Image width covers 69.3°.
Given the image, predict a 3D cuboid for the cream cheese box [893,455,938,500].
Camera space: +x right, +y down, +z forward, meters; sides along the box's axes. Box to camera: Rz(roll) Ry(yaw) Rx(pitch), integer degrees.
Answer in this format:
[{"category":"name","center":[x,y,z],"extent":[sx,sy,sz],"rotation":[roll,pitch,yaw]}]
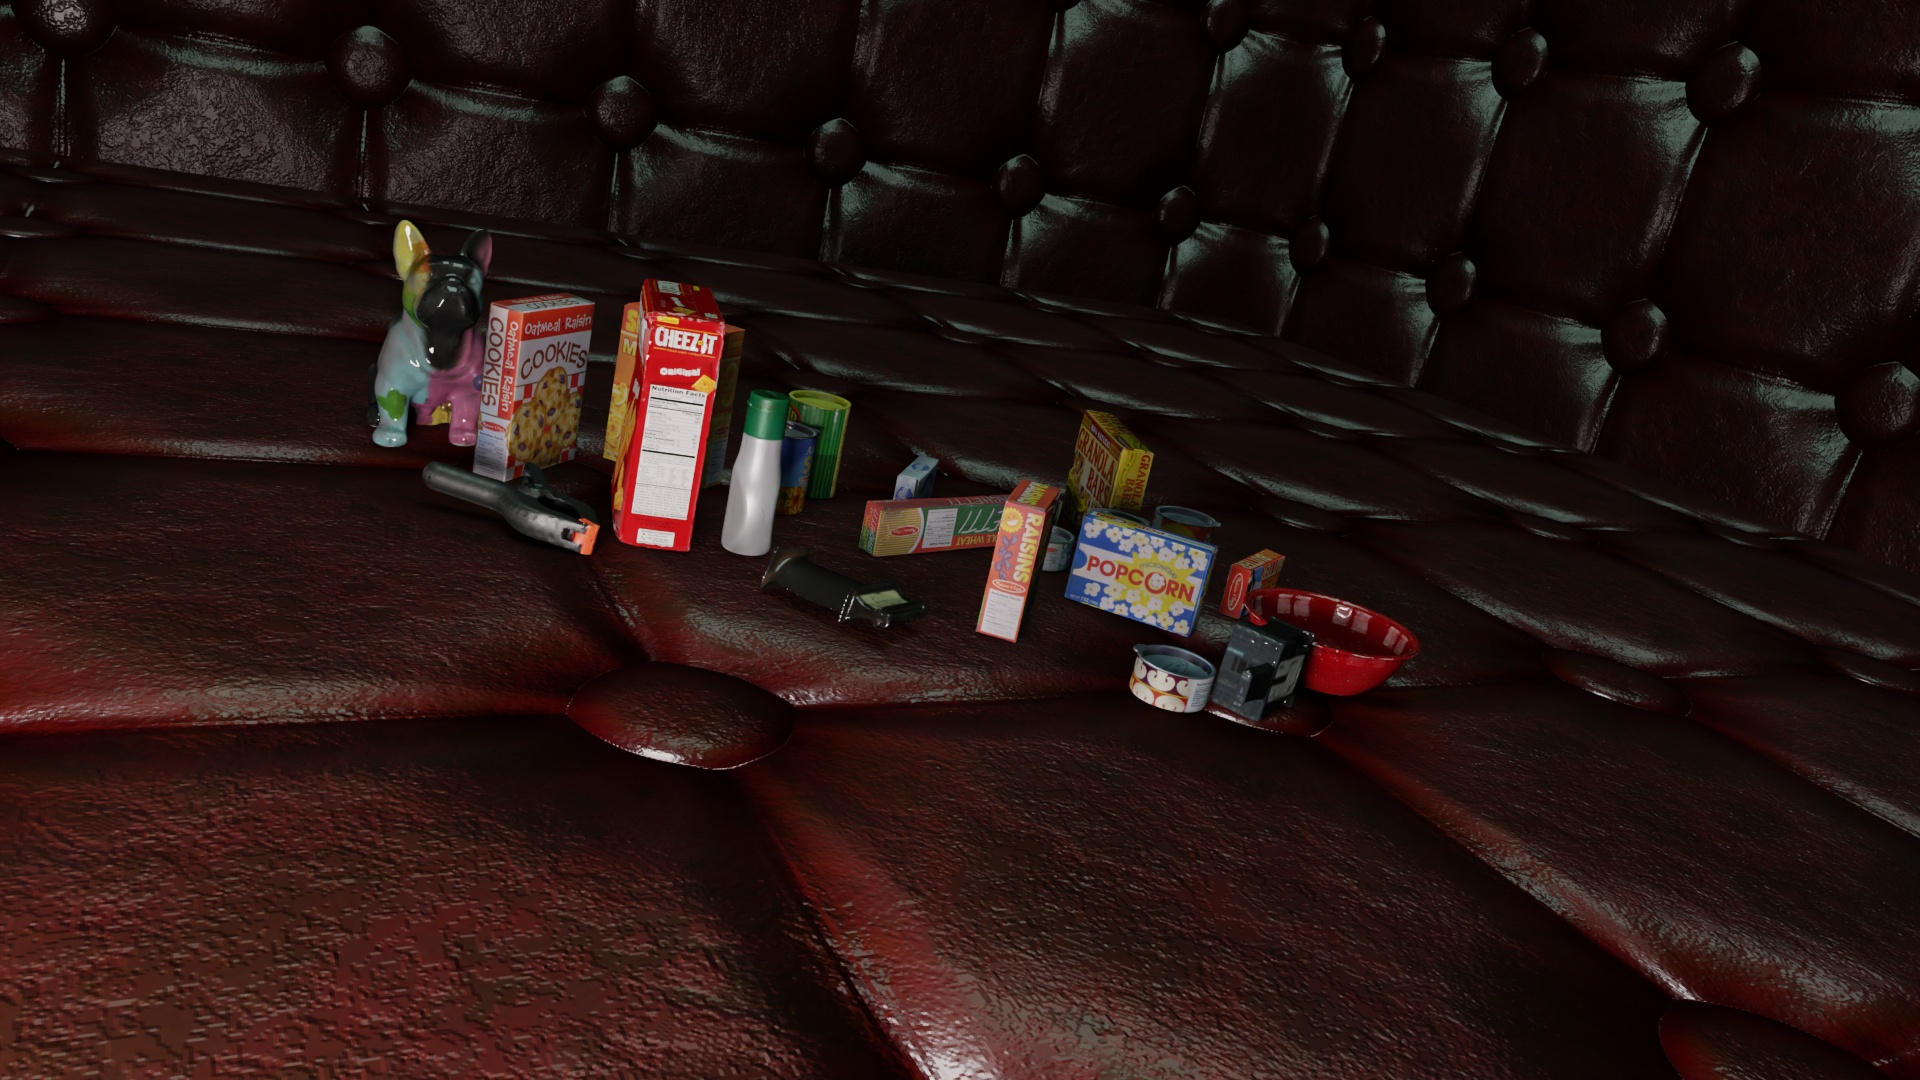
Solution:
[{"category":"cream cheese box","center":[-0.049,-0.054,1.487],"extent":[0.024,0.053,0.104],"rotation":[14,17,7]}]

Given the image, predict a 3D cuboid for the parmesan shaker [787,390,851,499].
[{"category":"parmesan shaker","center":[-0.157,-0.101,1.477],"extent":[0.071,0.102,0.071],"rotation":[11,17,-3]}]

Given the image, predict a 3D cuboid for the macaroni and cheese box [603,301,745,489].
[{"category":"macaroni and cheese box","center":[-0.296,-0.150,1.431],"extent":[0.124,0.165,0.040],"rotation":[17,17,15]}]

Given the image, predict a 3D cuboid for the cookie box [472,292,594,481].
[{"category":"cookie box","center":[-0.417,-0.153,1.357],"extent":[0.040,0.166,0.123],"rotation":[16,17,13]}]

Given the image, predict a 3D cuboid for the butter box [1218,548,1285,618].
[{"category":"butter box","center":[0.298,0.043,1.416],"extent":[0.024,0.053,0.104],"rotation":[21,19,27]}]

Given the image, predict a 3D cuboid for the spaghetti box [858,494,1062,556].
[{"category":"spaghetti box","center":[0.005,-0.018,1.415],"extent":[0.251,0.050,0.029],"rotation":[-4,23,-42]}]

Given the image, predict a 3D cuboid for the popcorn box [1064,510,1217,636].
[{"category":"popcorn box","center":[0.172,0.030,1.318],"extent":[0.127,0.085,0.038],"rotation":[17,18,16]}]

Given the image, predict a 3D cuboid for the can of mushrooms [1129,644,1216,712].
[{"category":"can of mushrooms","center":[0.173,0.113,1.147],"extent":[0.071,0.033,0.071],"rotation":[11,17,-3]}]

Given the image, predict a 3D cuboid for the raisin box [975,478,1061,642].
[{"category":"raisin box","center":[0.052,0.016,1.218],"extent":[0.040,0.123,0.086],"rotation":[15,17,9]}]

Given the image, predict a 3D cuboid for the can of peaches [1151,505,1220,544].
[{"category":"can of peaches","center":[0.239,0.000,1.503],"extent":[0.071,0.058,0.071],"rotation":[11,17,-3]}]

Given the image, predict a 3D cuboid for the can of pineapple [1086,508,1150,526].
[{"category":"can of pineapple","center":[0.158,0.005,1.435],"extent":[0.071,0.057,0.071],"rotation":[11,17,-3]}]

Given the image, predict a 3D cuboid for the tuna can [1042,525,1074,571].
[{"category":"tuna can","center":[0.082,0.005,1.426],"extent":[0.071,0.032,0.071],"rotation":[11,17,-3]}]

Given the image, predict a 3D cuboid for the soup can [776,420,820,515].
[{"category":"soup can","center":[-0.182,-0.075,1.411],"extent":[0.071,0.083,0.071],"rotation":[11,17,-3]}]

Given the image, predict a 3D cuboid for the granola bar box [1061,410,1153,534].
[{"category":"granola bar box","center":[0.160,-0.064,1.540],"extent":[0.039,0.123,0.166],"rotation":[8,18,-12]}]

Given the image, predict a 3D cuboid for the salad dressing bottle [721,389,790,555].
[{"category":"salad dressing bottle","center":[-0.184,-0.062,1.261],"extent":[0.044,0.147,0.064],"rotation":[5,18,-23]}]
